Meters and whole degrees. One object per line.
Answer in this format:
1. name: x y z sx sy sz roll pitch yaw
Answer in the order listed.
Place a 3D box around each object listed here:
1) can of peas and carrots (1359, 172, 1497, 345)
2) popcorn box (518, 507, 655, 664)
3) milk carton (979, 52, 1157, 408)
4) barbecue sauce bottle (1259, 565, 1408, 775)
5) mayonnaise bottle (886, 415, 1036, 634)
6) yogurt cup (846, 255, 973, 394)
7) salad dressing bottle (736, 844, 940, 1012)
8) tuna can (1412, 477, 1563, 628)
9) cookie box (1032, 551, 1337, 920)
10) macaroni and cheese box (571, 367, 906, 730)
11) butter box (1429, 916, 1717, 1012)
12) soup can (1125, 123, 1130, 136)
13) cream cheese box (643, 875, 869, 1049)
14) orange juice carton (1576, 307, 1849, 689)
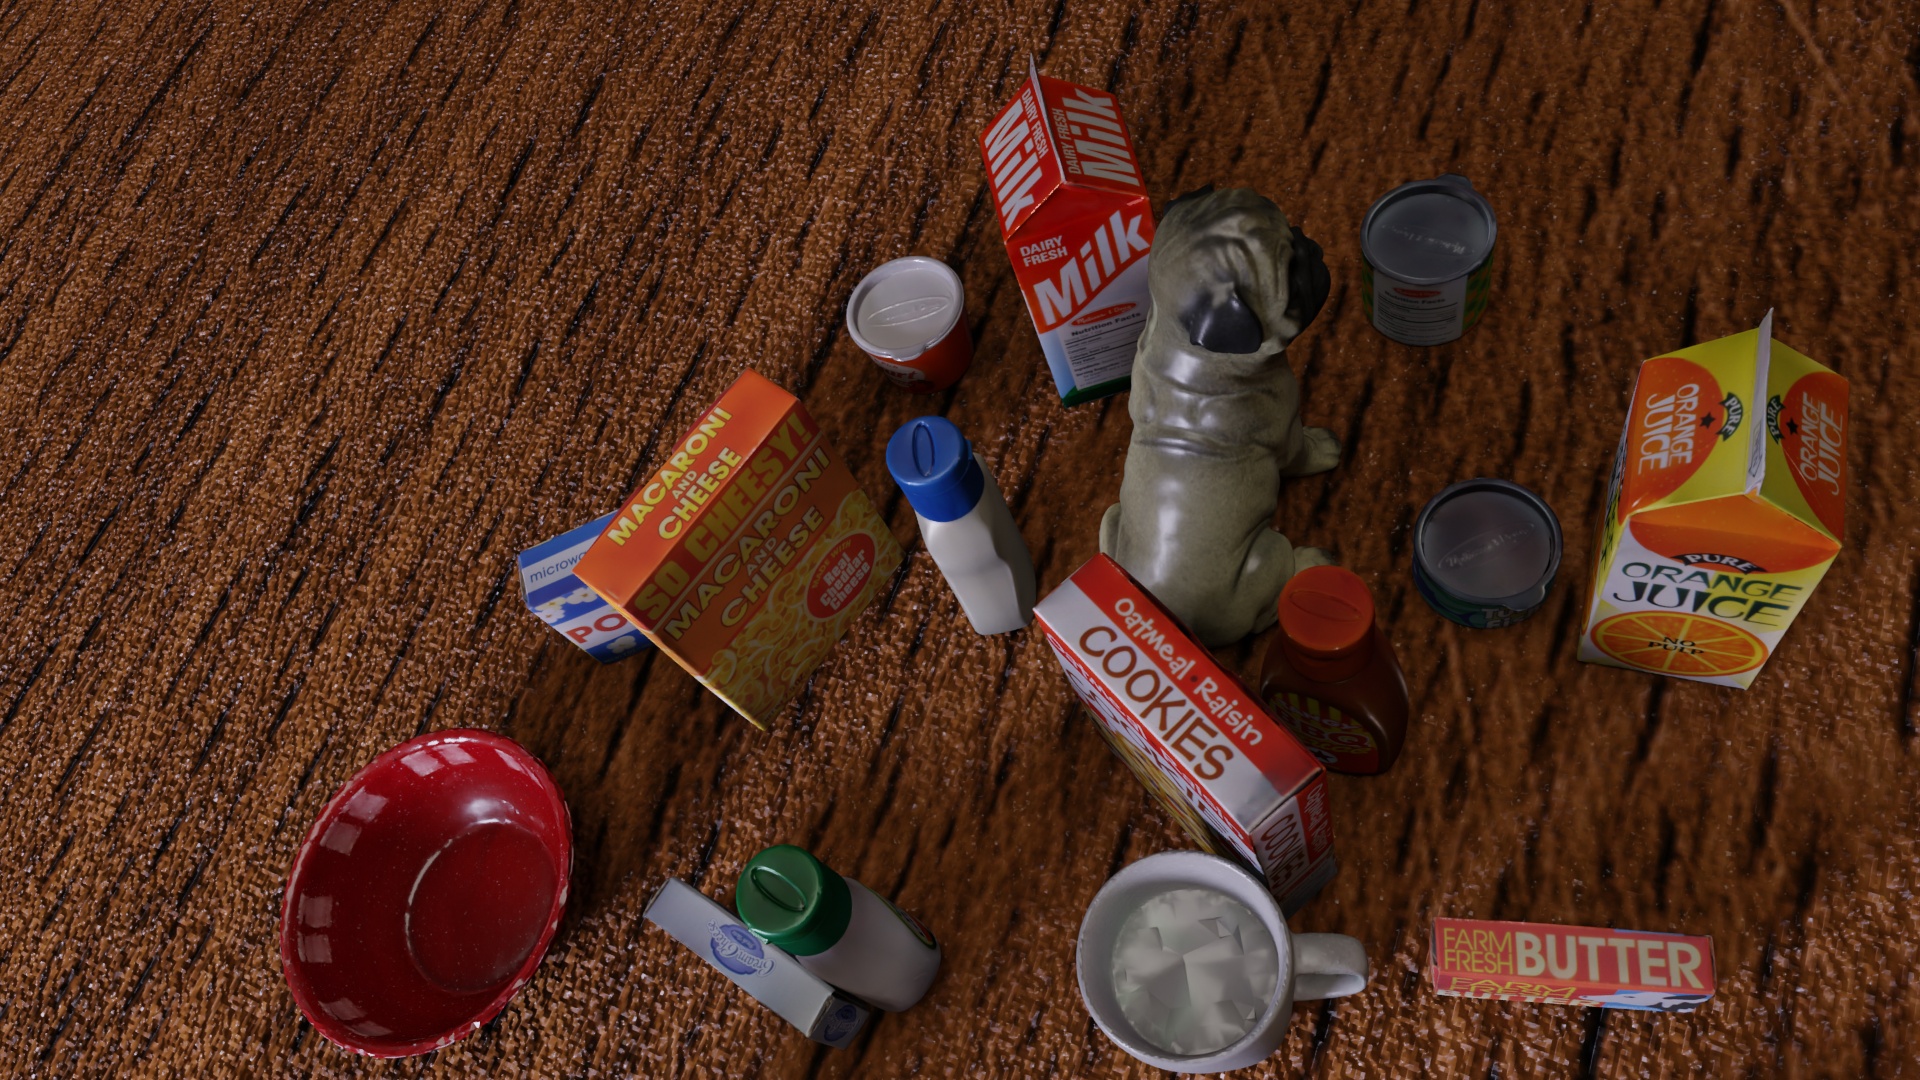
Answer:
1. can of peas and carrots: 0.244 -0.146 0.725 0.071 0.058 0.071 -7 62 13
2. popcorn box: -0.158 0.014 0.745 0.127 0.085 0.038 -23 60 4
3. milk carton: 0.062 -0.154 0.707 0.073 0.190 0.072 -16 60 8
4. barbecue sauce bottle: 0.158 0.057 0.593 0.065 0.148 0.044 18 70 24
5. mayonnaise bottle: 0.002 -0.008 0.673 0.041 0.147 0.065 -13 61 10
6. yogurt cup: -0.025 -0.120 0.793 0.072 0.053 0.073 -7 62 13
7. salad dressing bottle: -0.051 0.167 0.598 0.064 0.147 0.044 29 75 27
8. tuna can: 0.250 0.009 0.658 0.071 0.032 0.071 -7 62 13
9. cookie box: 0.099 0.088 0.583 0.040 0.167 0.123 -41 60 -6
10. macaroni and cheese box: -0.101 0.010 0.683 0.040 0.166 0.124 32 76 28
11. butter box: 0.244 0.172 0.563 0.103 0.053 0.024 0 64 16
12. soup can: 0.068 -0.196 0.788 0.071 0.083 0.071 -7 62 13
13. cream cheese box: -0.094 0.197 0.649 0.104 0.053 0.024 26 74 26
14. orange juice carton: 0.302 -0.011 0.560 0.073 0.192 0.072 9 67 21
